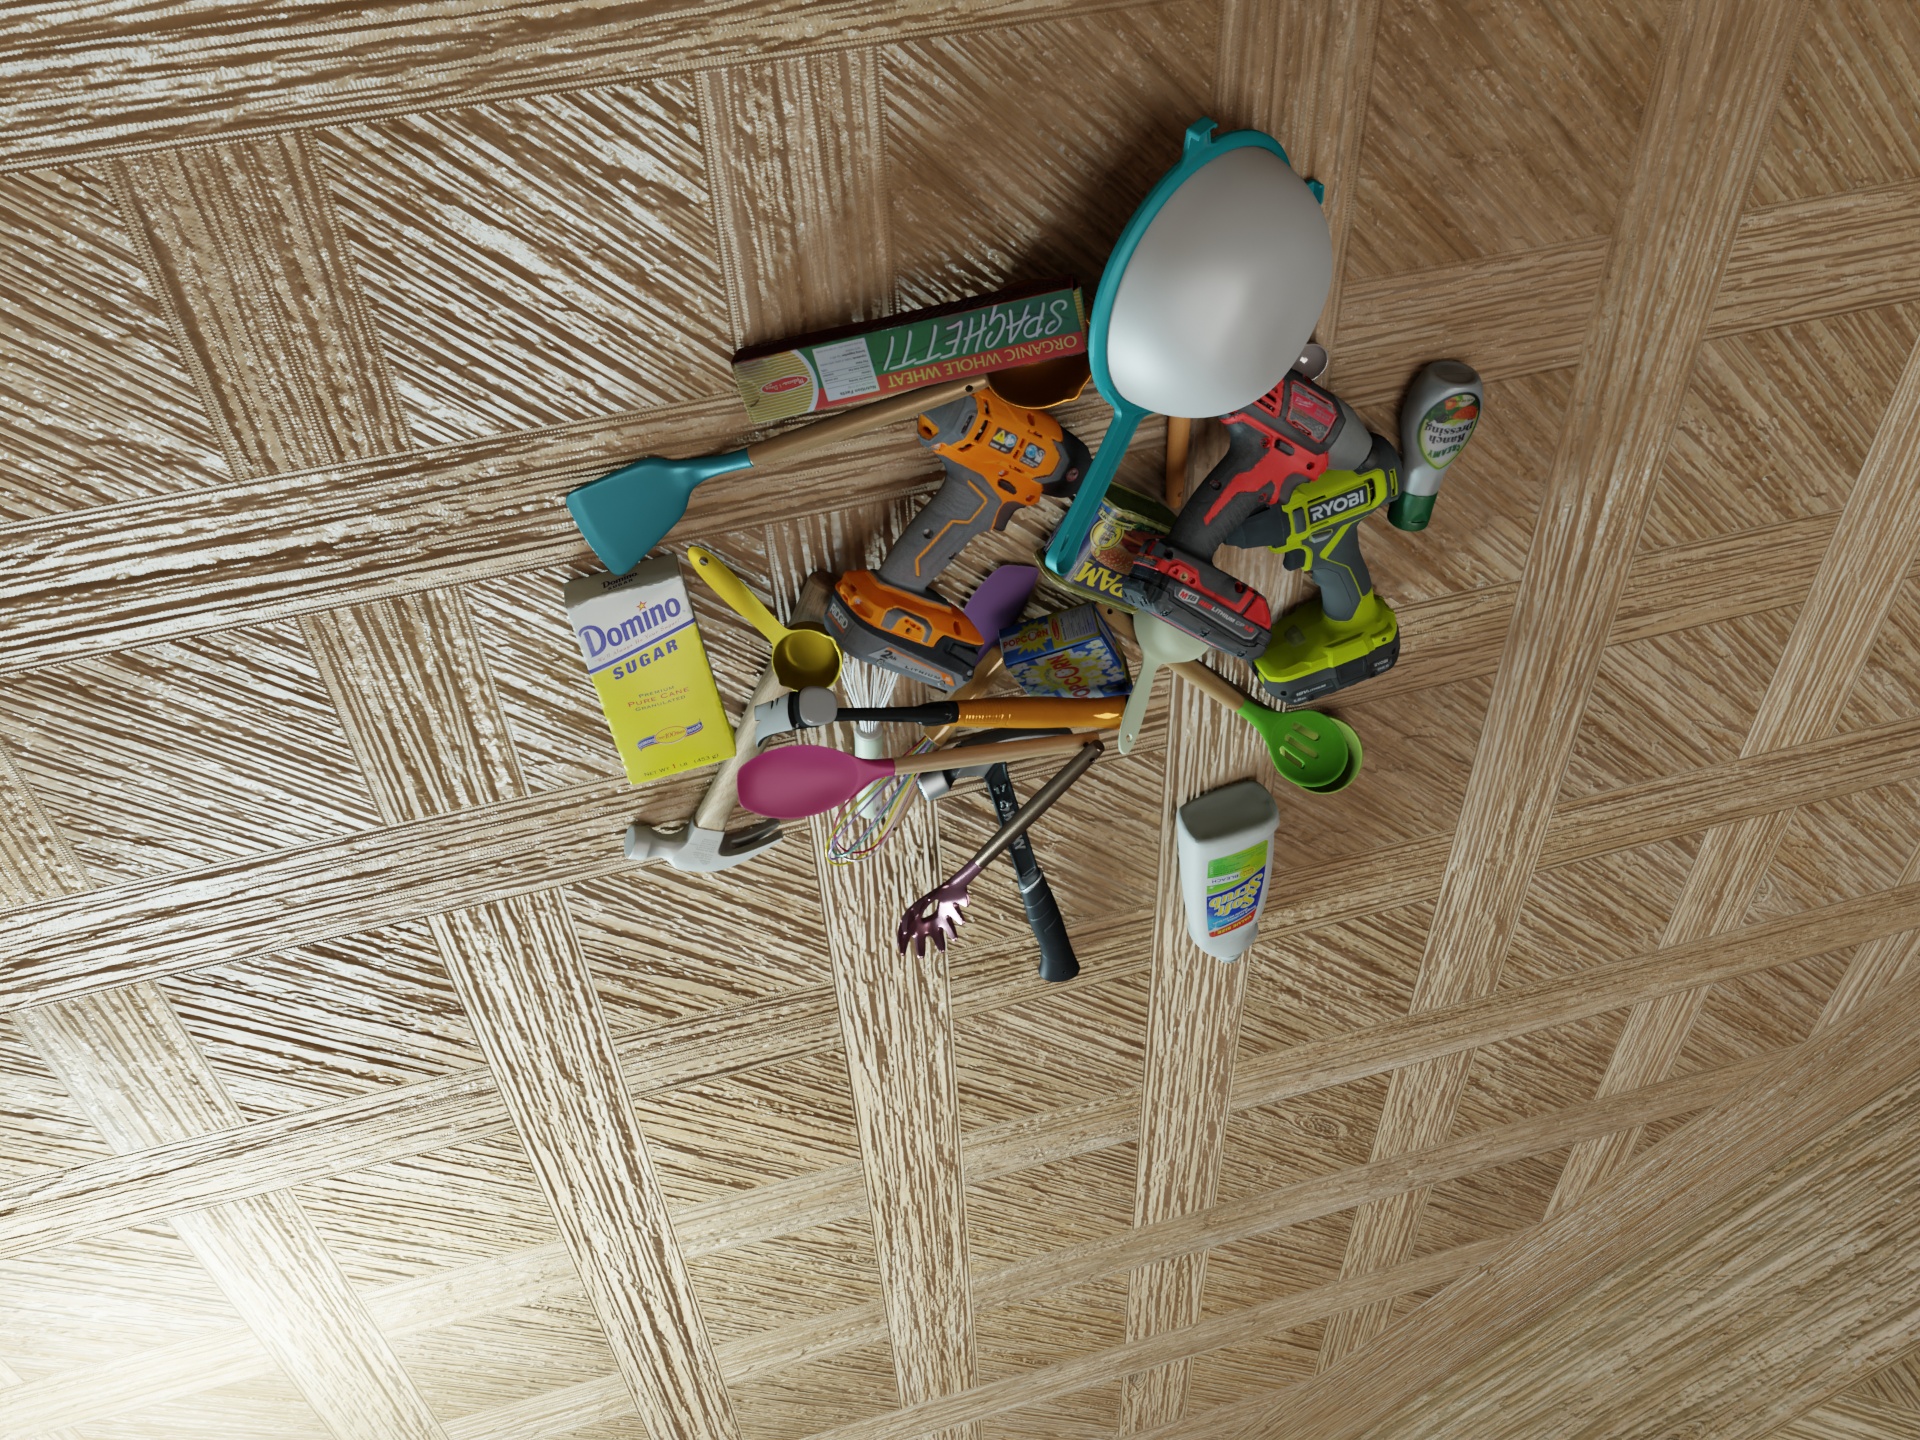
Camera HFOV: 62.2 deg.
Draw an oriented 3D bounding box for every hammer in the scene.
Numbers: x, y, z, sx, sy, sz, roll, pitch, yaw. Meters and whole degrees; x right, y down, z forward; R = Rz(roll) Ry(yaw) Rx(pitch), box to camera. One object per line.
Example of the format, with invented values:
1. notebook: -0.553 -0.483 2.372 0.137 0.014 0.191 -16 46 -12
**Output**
1. hammer: -0.173 0.009 1.364 0.130 0.031 0.331 11 126 -29
2. hammer: -0.002 -0.004 1.322 0.336 0.034 0.127 -1 173 -28
3. hammer: 0.069 0.143 1.570 0.149 0.036 0.408 -26 138 -5

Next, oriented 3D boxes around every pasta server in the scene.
1. pasta server: 0.035 0.121 1.461 0.060 0.040 0.316 14 135 -34

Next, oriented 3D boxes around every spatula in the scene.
1. spatula: -0.129 -0.193 1.161 0.317 0.044 0.082 -17 132 11
2. spatula: -0.012 -0.012 1.415 0.059 0.018 0.315 0 131 -33
3. spatula: 0.178 -0.288 1.210 0.081 0.041 0.322 -32 142 -26

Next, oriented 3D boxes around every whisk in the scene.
1. whisk: -0.079 0.003 1.386 0.059 0.058 0.246 16 138 12
2. whisk: -0.037 0.033 1.391 0.047 0.051 0.245 36 99 -19

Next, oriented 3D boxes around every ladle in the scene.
1. ladle: 0.266 -0.017 1.490 0.319 0.062 0.078 29 107 -35

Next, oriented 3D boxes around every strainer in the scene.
1. strainer: 0.166 -0.238 1.129 0.211 0.095 0.340 -4 125 -54

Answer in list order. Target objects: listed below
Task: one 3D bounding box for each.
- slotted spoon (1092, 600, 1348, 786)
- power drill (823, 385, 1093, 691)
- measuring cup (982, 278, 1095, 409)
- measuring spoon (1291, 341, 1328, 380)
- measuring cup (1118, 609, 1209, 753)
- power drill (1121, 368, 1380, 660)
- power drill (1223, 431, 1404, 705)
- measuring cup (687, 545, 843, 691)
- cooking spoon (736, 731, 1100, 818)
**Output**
1. slotted spoon: 0.235 -0.030 1.442 0.313 0.031 0.070 32 87 -26
2. power drill: 0.008 -0.141 1.238 0.164 0.084 0.226 18 109 -33
3. measuring cup: 0.086 -0.301 1.150 0.173 0.052 0.095 -36 130 16
4. measuring spoon: 0.240 -0.305 1.241 0.124 0.018 0.034 28 116 -30
5. measuring cup: 0.174 -0.047 1.363 0.083 0.168 0.038 32 159 -33
6. power drill: 0.233 -0.166 1.257 0.143 0.079 0.219 26 94 -17
7. power drill: 0.302 -0.127 1.387 0.171 0.080 0.223 -21 132 -2
8. measuring cup: -0.155 -0.086 1.265 0.062 0.029 0.156 -40 106 21
9. cooking spoon: -0.032 0.036 1.360 0.319 0.017 0.068 -7 115 -13
